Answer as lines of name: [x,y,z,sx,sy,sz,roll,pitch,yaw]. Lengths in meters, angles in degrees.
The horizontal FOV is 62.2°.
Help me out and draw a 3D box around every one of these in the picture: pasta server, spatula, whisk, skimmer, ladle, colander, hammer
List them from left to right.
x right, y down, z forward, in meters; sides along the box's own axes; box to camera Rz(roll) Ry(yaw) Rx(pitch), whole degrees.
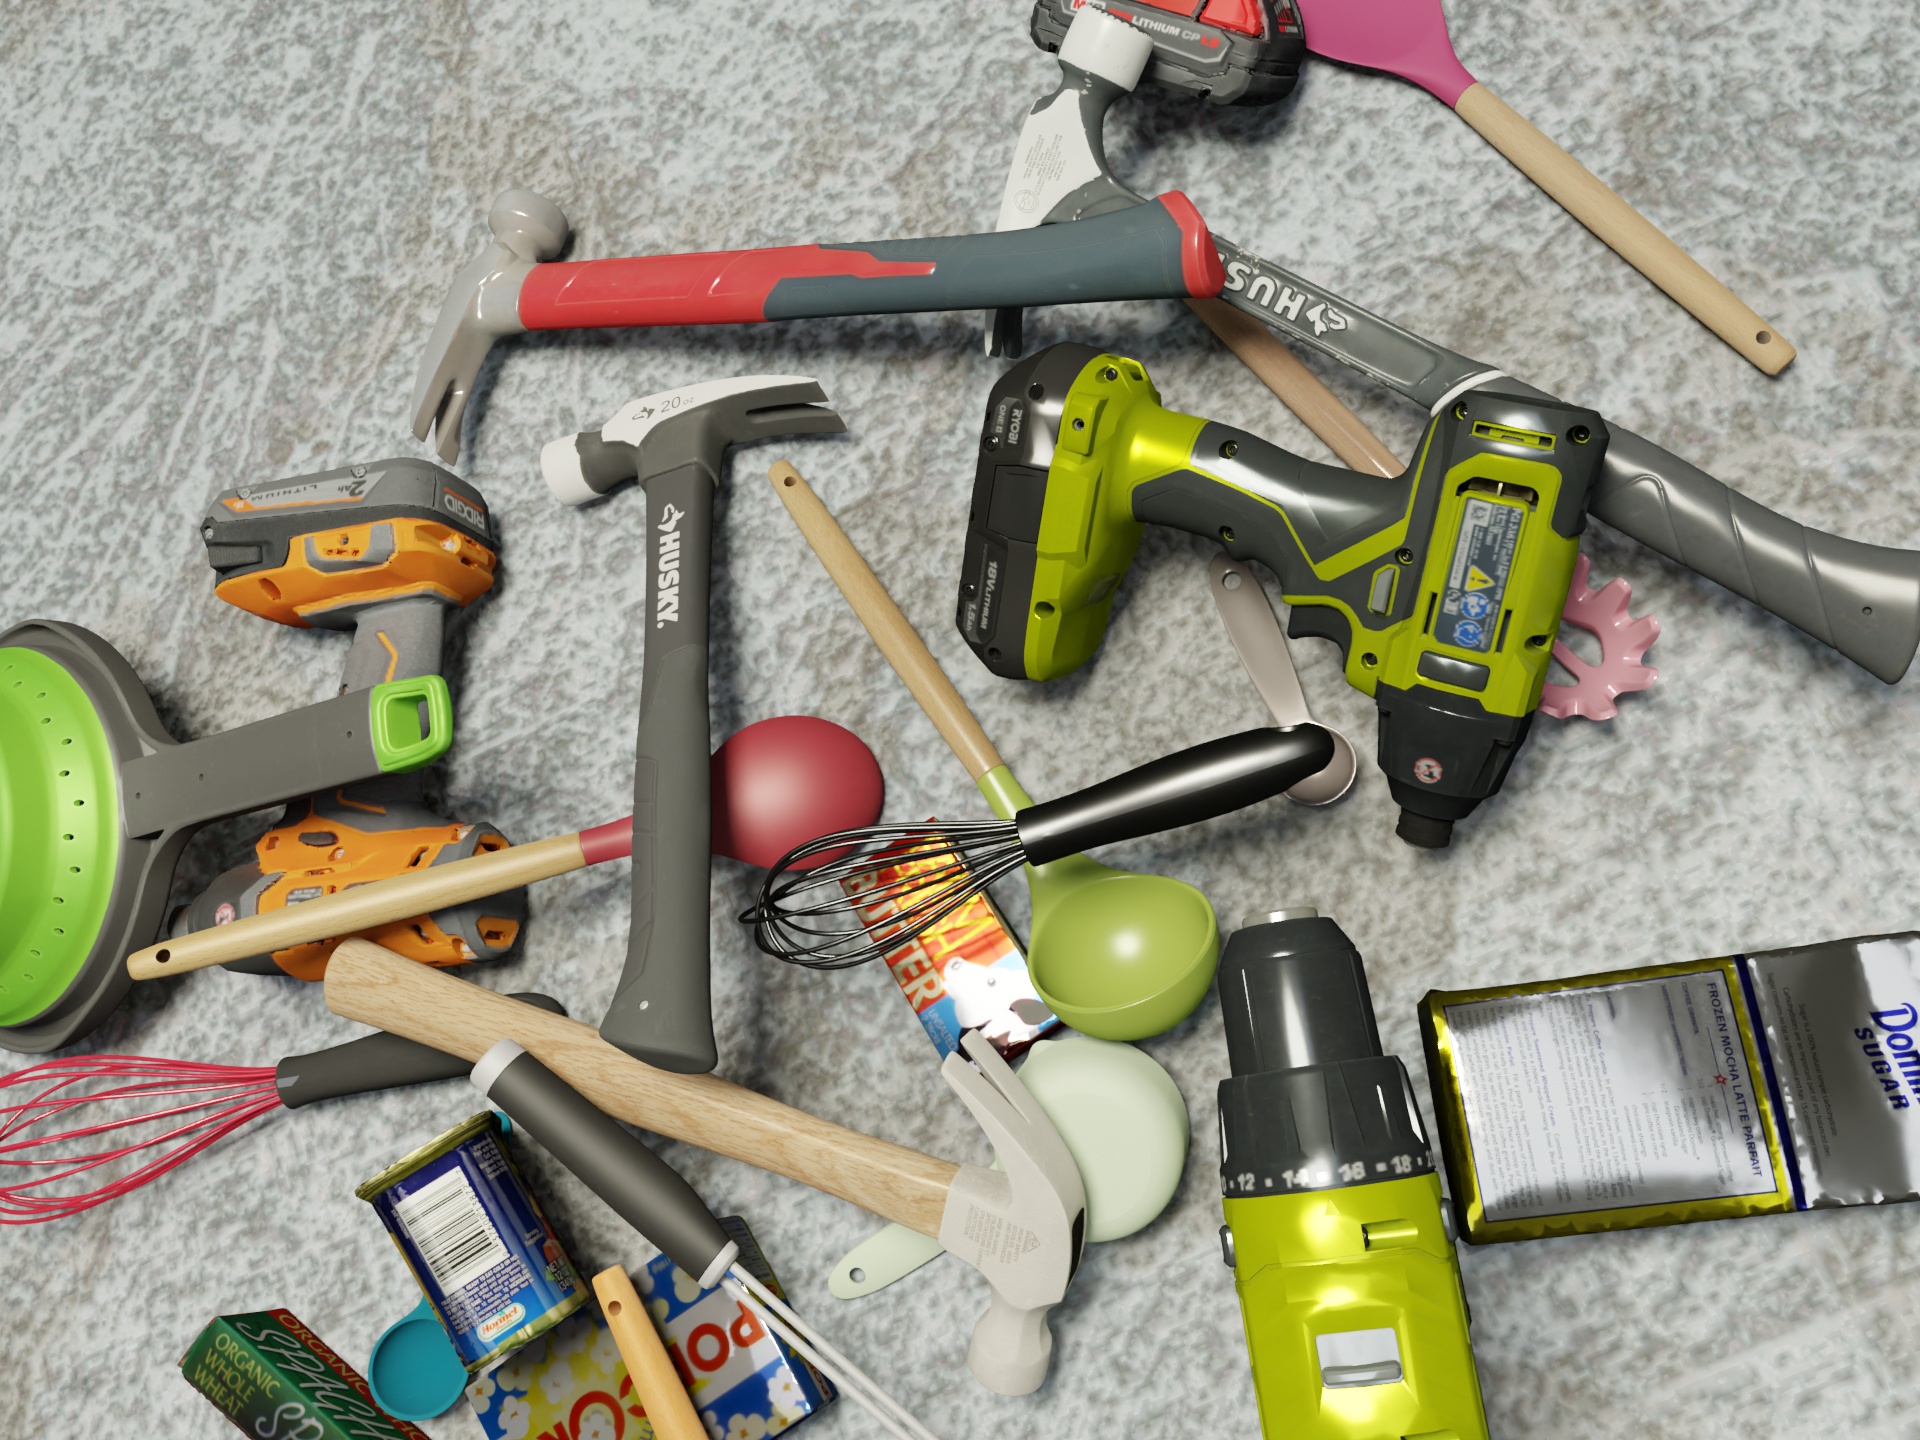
colander: [-0.387,0.035,0.679,0.397,0.094,0.204,-13,80,27]
whisk: [-0.319,0.166,0.711,0.296,0.073,0.073,-14,73,3]
ladle: [-0.184,0.060,0.666,0.315,0.031,0.069,-15,76,-9]
hammer: [-0.109,0.149,0.628,0.331,0.031,0.130,17,111,15]
hammer: [-0.114,-0.013,0.662,0.146,0.035,0.335,-16,54,14]
hammer: [-0.076,-0.180,0.701,0.386,0.038,0.143,5,68,27]
spatula: [-0.060,0.353,0.590,0.081,0.041,0.323,-30,77,4]
skimmer: [-0.056,0.252,0.567,0.363,0.090,0.127,39,119,9]
ladle: [-0.001,-0.002,0.678,0.078,0.062,0.320,-30,68,-12]
whisk: [0.026,0.044,0.606,0.239,0.055,0.055,-19,72,11]
pasta server: [0.169,-0.119,0.676,0.060,0.040,0.316,-41,69,6]
hammer: [0.180,-0.133,0.629,0.409,0.036,0.149,35,114,21]

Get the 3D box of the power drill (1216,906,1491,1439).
power drill: [0.123,0.166,0.512,0.080,0.228,0.191,-11,74,11]

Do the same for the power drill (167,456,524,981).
power drill: [-0.290,0.006,0.733,0.164,0.084,0.226,-8,78,11]

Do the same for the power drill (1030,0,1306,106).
power drill: [0.135,-0.382,0.667,0.188,0.080,0.226,24,119,18]

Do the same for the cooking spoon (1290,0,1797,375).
cooking spoon: [0.243,-0.261,0.705,0.069,0.017,0.319,-40,70,2]

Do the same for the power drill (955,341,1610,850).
power drill: [0.117,-0.054,0.621,0.223,0.080,0.171,17,109,24]

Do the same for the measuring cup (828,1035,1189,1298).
measuring cup: [0.013,0.190,0.627,0.167,0.038,0.083,-34,87,9]

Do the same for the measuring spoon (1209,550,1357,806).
measuring spoon: [0.134,-0.018,0.674,0.034,0.018,0.124,-25,65,13]

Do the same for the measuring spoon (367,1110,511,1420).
measuring spoon: [-0.219,0.235,0.691,0.042,0.021,0.129,14,70,-1]
